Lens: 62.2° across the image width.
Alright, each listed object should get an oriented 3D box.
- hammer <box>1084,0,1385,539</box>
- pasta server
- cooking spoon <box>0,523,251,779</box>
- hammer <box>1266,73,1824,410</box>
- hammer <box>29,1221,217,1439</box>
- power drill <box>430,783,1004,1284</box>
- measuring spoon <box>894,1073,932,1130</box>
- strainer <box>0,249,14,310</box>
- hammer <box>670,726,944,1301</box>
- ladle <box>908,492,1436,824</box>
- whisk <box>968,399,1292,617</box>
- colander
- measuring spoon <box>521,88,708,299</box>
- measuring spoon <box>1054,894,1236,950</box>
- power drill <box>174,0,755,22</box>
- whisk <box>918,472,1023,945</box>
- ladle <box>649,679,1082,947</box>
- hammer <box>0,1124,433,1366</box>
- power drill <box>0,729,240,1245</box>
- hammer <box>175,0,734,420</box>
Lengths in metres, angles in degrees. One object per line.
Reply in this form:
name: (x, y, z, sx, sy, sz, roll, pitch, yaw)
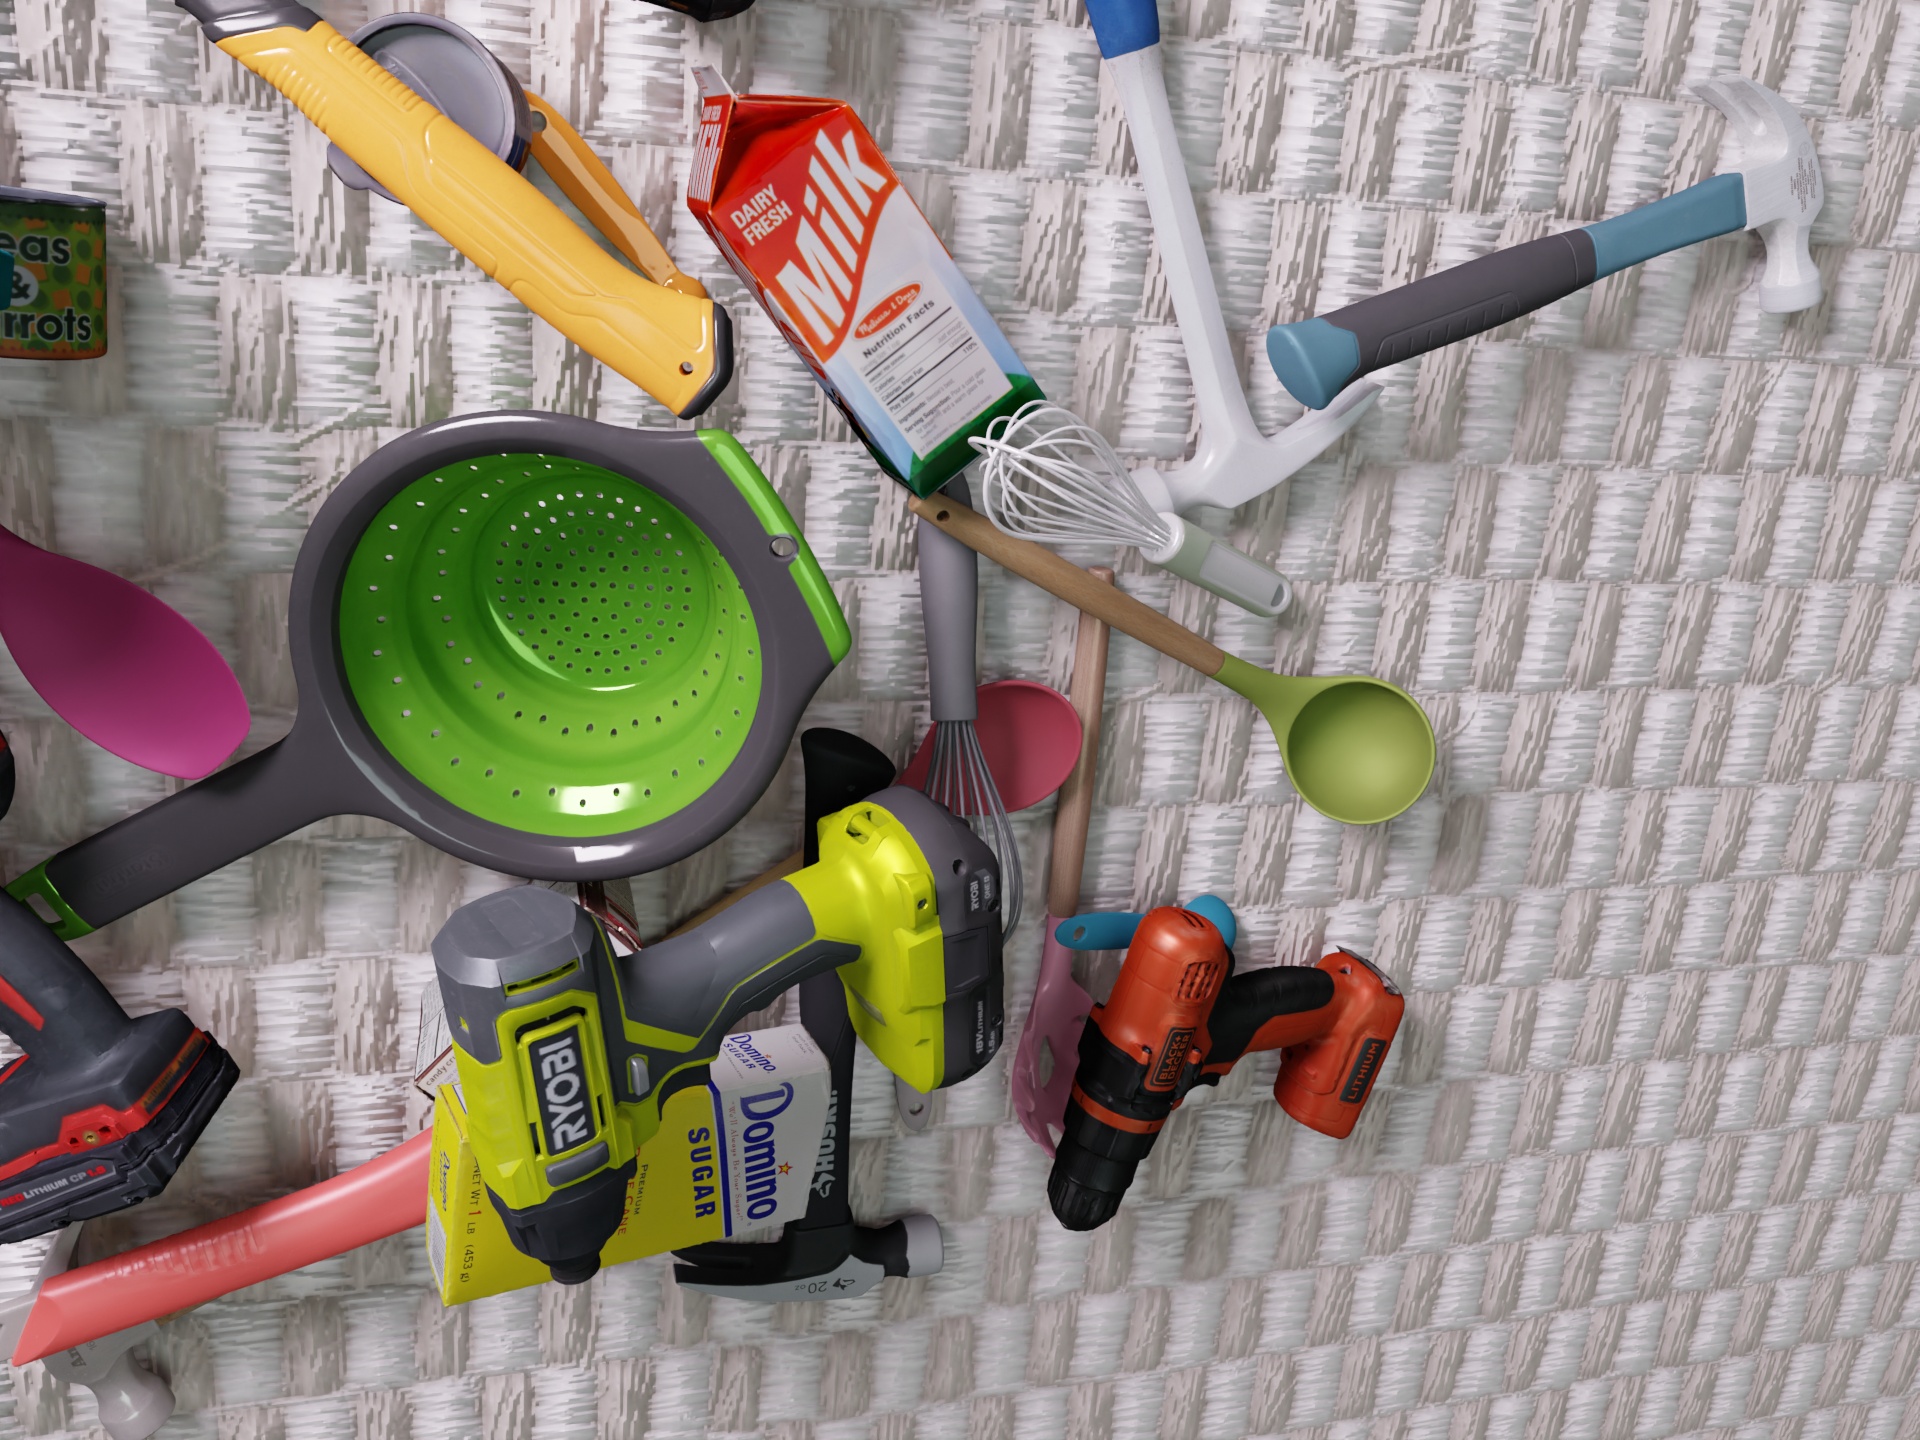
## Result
hammer: (0.084, -0.288, 0.706, 0.144, 0.035, 0.405, -23, 114, -8)
pasta server: (0.061, 0.077, 0.826, 0.060, 0.040, 0.316, -8, 111, -38)
cooking spoon: (-0.400, -0.098, 0.600, 0.068, 0.017, 0.318, -41, 104, 14)
hammer: (0.292, -0.220, 0.773, 0.331, 0.033, 0.128, -23, 112, -18)
hammer: (-0.285, 0.229, 0.776, 0.331, 0.031, 0.130, -24, 114, -8)
power drill: (-0.094, 0.127, 0.660, 0.223, 0.080, 0.171, -19, 120, -30)
measuring spoon: (-0.025, 0.168, 0.842, 0.034, 0.018, 0.124, -9, 112, -14)
strainer: (-0.443, -0.210, 0.526, 0.211, 0.095, 0.340, -35, 88, 9)
hammer: (-0.072, 0.157, 0.796, 0.146, 0.035, 0.334, -3, 116, -16)
ladle: (0.110, -0.033, 0.777, 0.320, 0.062, 0.078, 26, 109, -28)
whisk: (0.088, -0.086, 0.728, 0.246, 0.059, 0.058, 17, 96, -49)
colander: (-0.237, -0.008, 0.688, 0.397, 0.095, 0.204, -24, 113, 12)
measuring spoon: (-0.148, -0.217, 0.672, 0.021, 0.011, 0.116, -41, 115, 0)
measuring spoon: (0.103, 0.115, 0.839, 0.128, 0.021, 0.042, 5, 103, -39)
power drill: (-0.179, -0.330, 0.589, 0.226, 0.084, 0.185, 13, 105, -16)
whisk: (-0.001, -0.002, 0.751, 0.055, 0.055, 0.239, -4, 93, -16)
ladle: (-0.079, 0.076, 0.789, 0.315, 0.031, 0.069, -32, 106, -2)
hammer: (-0.379, 0.267, 0.722, 0.359, 0.037, 0.149, -17, 113, -11)
power drill: (-0.433, 0.108, 0.654, 0.188, 0.080, 0.226, -19, 114, 11)
hammer: (-0.223, -0.214, 0.546, 0.336, 0.034, 0.127, 37, 98, -17)
